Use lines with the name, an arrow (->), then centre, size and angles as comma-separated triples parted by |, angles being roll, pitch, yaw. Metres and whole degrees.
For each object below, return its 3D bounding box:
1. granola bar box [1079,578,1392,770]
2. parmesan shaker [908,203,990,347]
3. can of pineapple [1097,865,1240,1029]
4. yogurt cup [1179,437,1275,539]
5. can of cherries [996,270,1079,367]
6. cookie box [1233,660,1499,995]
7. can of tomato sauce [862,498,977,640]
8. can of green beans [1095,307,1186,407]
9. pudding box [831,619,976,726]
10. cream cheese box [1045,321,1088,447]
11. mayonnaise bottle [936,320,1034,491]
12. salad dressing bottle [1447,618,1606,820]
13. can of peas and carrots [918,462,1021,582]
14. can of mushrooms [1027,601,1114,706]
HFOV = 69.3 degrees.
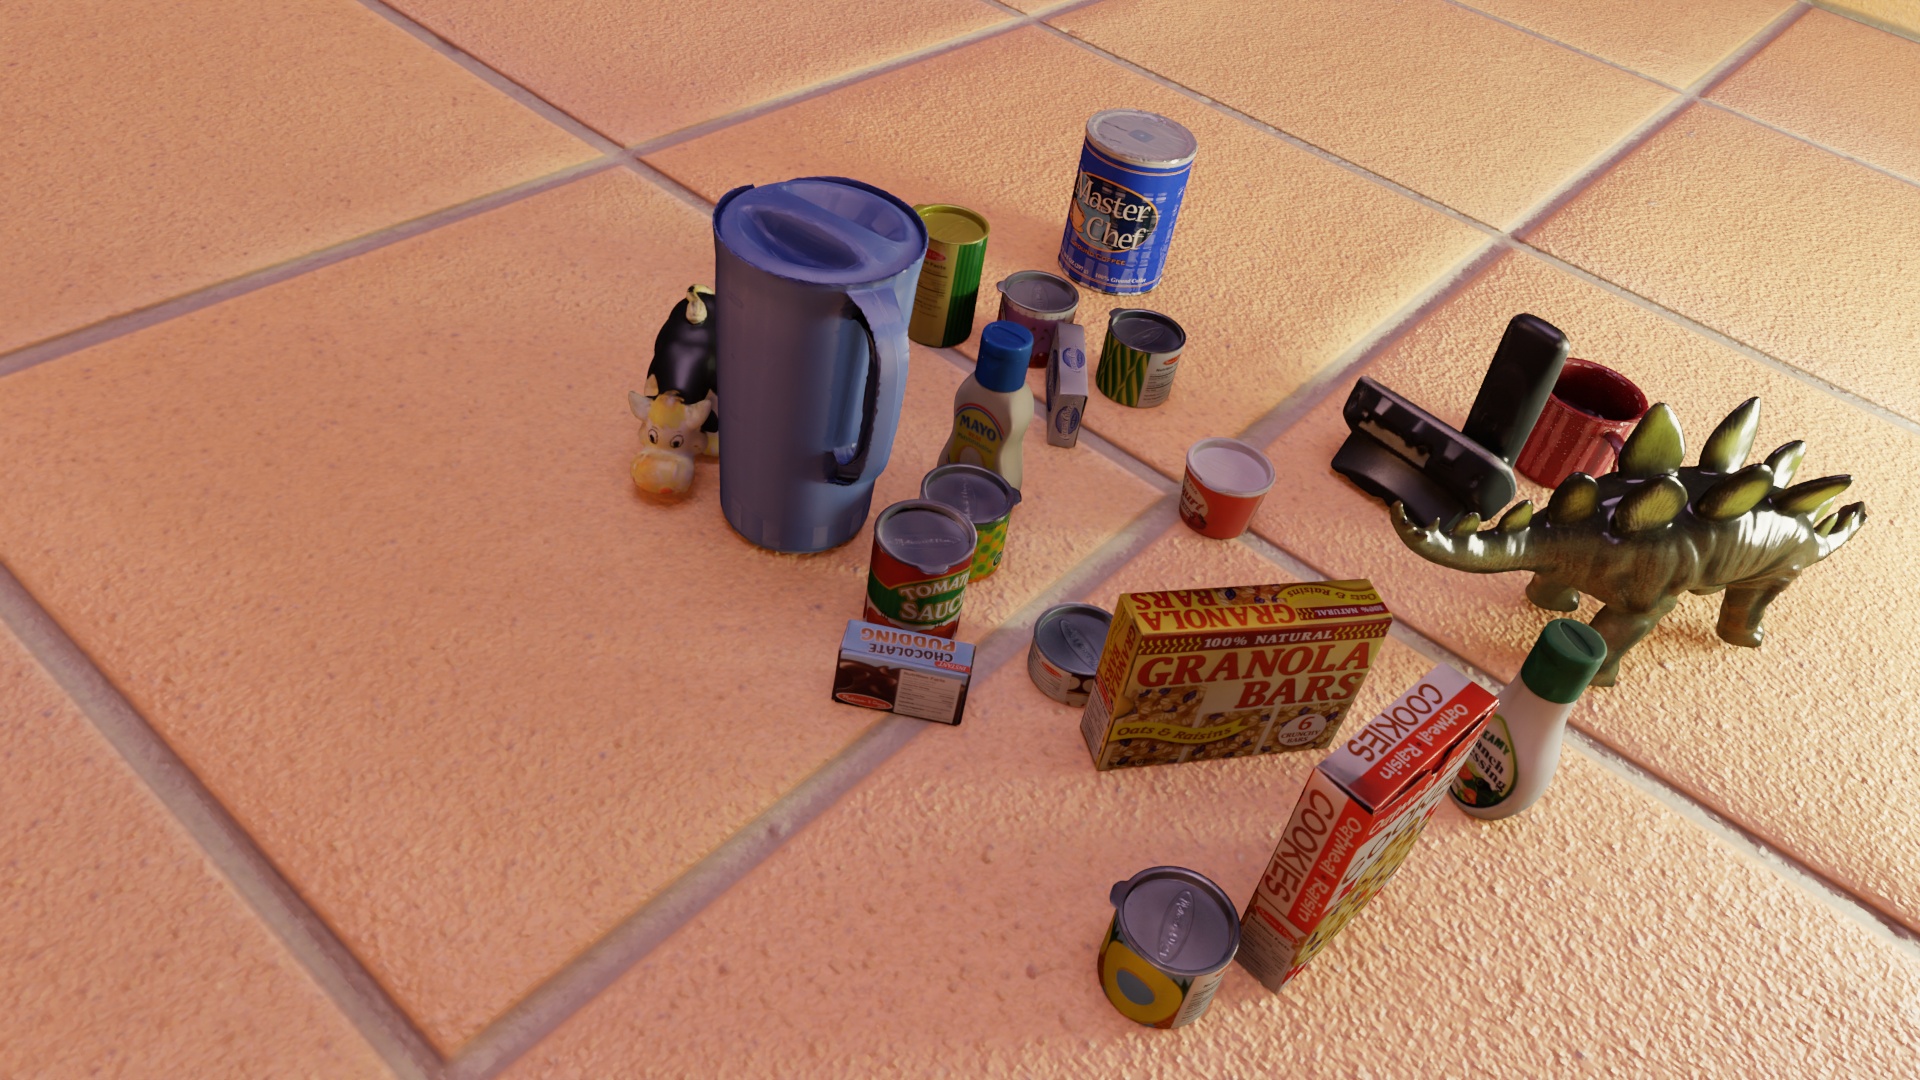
granola bar box -> 0.168, 0.083, 0.859 | 0.166, 0.123, 0.039 | -3, 43, -15
parmesan shaker -> -0.017, -0.226, 1.183 | 0.071, 0.102, 0.072 | 6, 41, -5
can of pineapple -> 0.109, 0.217, 0.746 | 0.071, 0.057, 0.071 | 6, 41, -5
yogurt cup -> 0.199, -0.038, 1.055 | 0.072, 0.053, 0.073 | 6, 41, -5
can of cherries -> 0.062, -0.191, 1.194 | 0.071, 0.058, 0.072 | 6, 41, -5
cookie box -> 0.217, 0.157, 0.754 | 0.123, 0.166, 0.040 | -28, 54, -36
can of tomato sauce -> -0.027, 0.026, 0.911 | 0.071, 0.082, 0.071 | 6, 41, -5
can of green beans -> 0.151, -0.154, 1.172 | 0.071, 0.057, 0.071 | 6, 41, -5
pudding box -> -0.036, 0.083, 0.871 | 0.084, 0.049, 0.030 | 11, 41, 0
cream cheese box -> 0.086, -0.127, 1.132 | 0.024, 0.053, 0.104 | 7, 41, -4
mayonnaise bottle -> 0.022, -0.087, 1.001 | 0.065, 0.147, 0.041 | 29, 44, 20
salad dressing bottle -> 0.345, 0.110, 0.850 | 0.044, 0.146, 0.064 | -8, 45, -20
can of peas and carrots -> 0.003, -0.012, 0.980 | 0.071, 0.058, 0.071 | 6, 41, -5
can of mushrooms -> 0.080, 0.075, 0.918 | 0.071, 0.033, 0.071 | 6, 41, -5
